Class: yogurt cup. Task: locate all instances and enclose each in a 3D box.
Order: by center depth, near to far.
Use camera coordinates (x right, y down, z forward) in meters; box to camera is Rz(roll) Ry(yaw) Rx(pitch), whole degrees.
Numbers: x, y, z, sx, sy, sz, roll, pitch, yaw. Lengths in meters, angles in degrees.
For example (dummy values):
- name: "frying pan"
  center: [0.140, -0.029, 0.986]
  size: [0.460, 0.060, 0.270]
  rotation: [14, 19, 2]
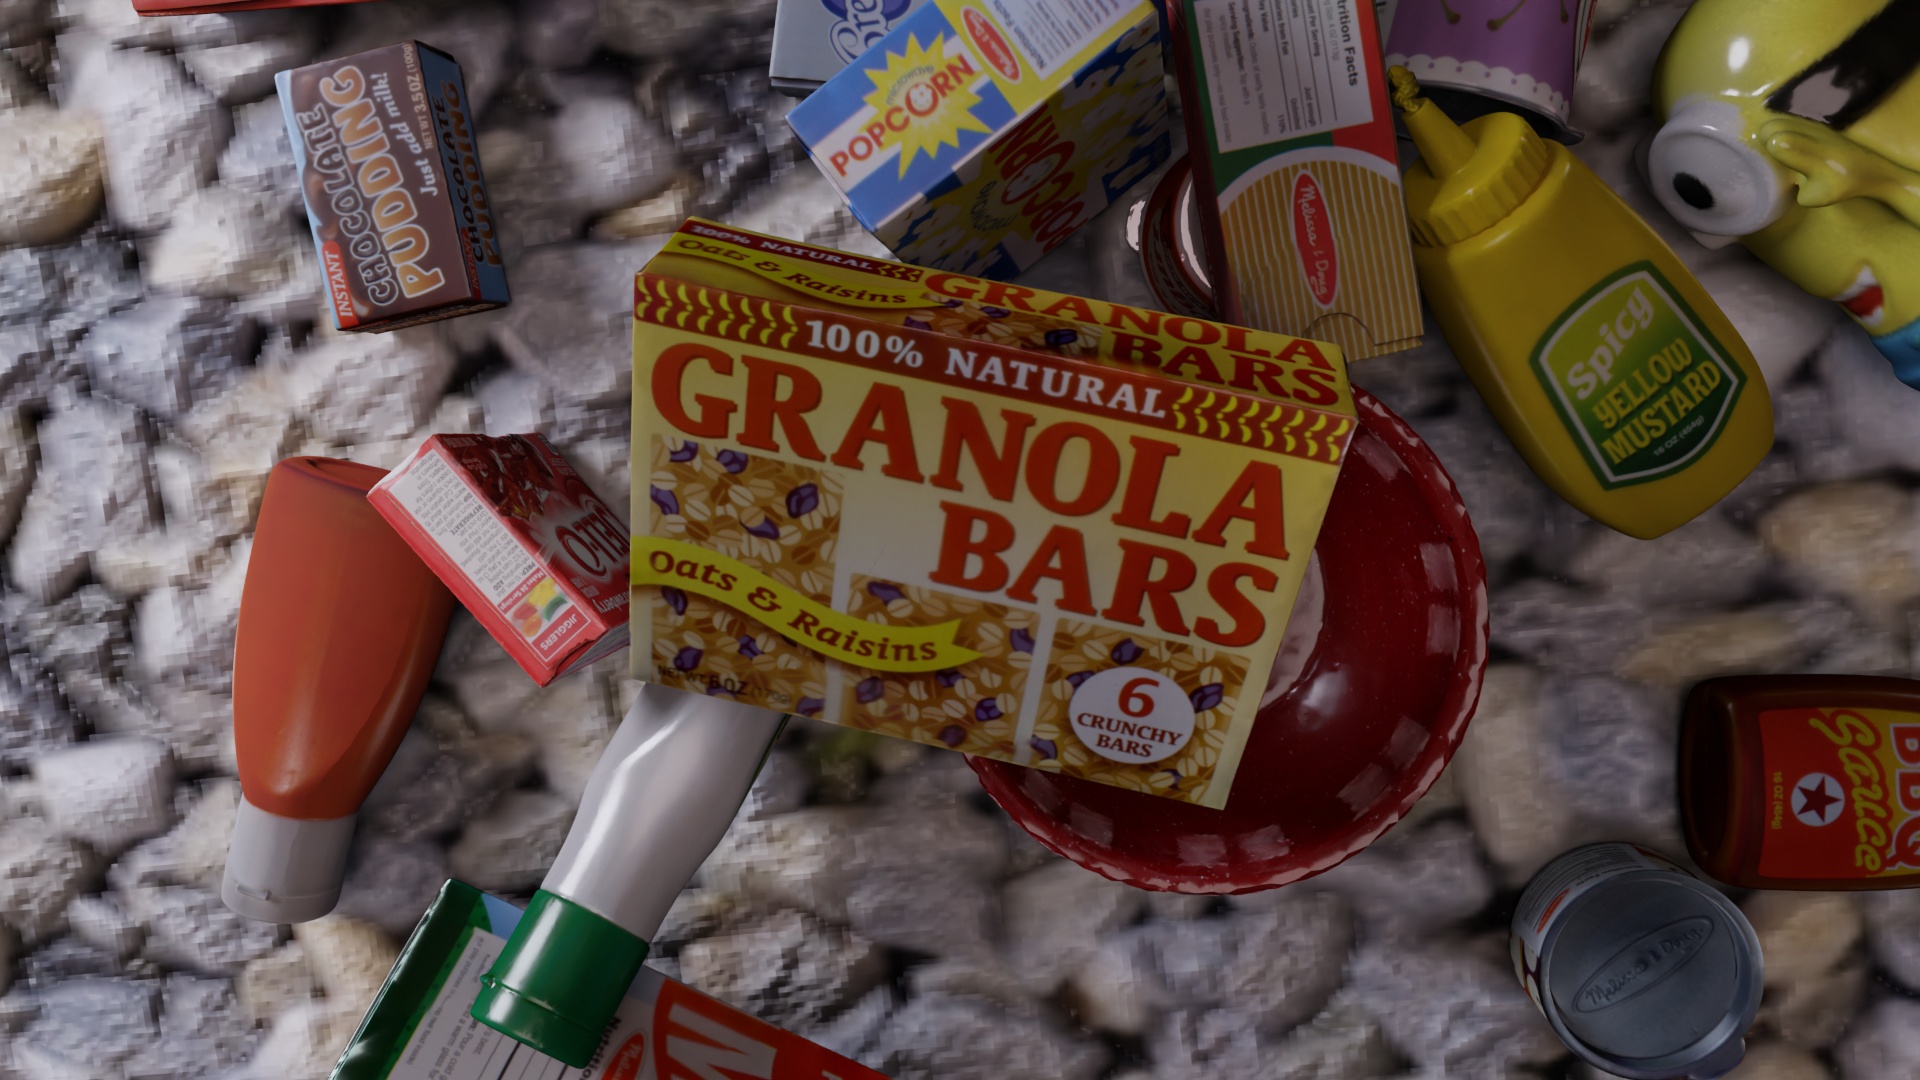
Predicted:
- name: "yogurt cup"
  center: [0.089, -0.092, 0.415]
  size: [0.072, 0.054, 0.072]
  rotation: [0, 96, 4]

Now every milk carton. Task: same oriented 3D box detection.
- name: "milk carton"
  center: [-0.087, 0.183, 0.432]
  size: [0.191, 0.072, 0.074]
  rotation: [23, 62, 3]

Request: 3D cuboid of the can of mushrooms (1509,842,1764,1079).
- name: "can of mushrooms"
  center: [0.211, 0.132, 0.435]
  size: [0.071, 0.033, 0.071]
  rotation: [0, 95, 4]

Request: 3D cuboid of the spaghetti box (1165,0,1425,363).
- name: "spaghetti box"
  center: [0.074, -0.168, 0.357]
  size: [0.050, 0.029, 0.249]
  rotation: [-11, 99, 0]

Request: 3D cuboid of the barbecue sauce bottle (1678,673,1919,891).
- name: "barbecue sauce bottle"
  center: [0.300, 0.073, 0.417]
  size: [0.148, 0.044, 0.065]
  rotation: [0, 93, 4]

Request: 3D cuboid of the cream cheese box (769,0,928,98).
- name: "cream cheese box"
  center: [-0.026, -0.189, 0.430]
  size: [0.053, 0.024, 0.103]
  rotation: [8, 96, 4]

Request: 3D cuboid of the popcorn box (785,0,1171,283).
- name: "popcorn box"
  center: [0.012, -0.110, 0.382]
  size: [0.085, 0.127, 0.038]
  rotation: [-36, 84, 8]

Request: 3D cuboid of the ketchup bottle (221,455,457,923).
- name: "ketchup bottle"
  center: [-0.208, 0.050, 0.457]
  size: [0.065, 0.043, 0.148]
  rotation: [17, 96, 4]

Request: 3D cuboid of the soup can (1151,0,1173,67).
- name: "soup can"
  center: [0.053, -0.192, 0.401]
  size: [0.071, 0.071, 0.083]
  rotation: [34, 97, 1]

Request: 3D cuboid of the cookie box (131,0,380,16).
- name: "cookie box"
  center: [-0.200, -0.245, 0.405]
  size: [0.123, 0.040, 0.166]
  rotation: [0, 111, 12]

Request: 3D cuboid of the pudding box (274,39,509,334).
- name: "pudding box"
  center: [-0.182, -0.112, 0.447]
  size: [0.049, 0.030, 0.083]
  rotation: [-11, 94, 7]

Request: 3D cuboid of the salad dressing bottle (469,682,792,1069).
- name: "salad dressing bottle"
  center: [-0.090, 0.079, 0.415]
  size: [0.044, 0.064, 0.148]
  rotation: [35, 65, -17]

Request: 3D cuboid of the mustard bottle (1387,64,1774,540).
- name: "mustard bottle"
  center: [0.164, -0.069, 0.388]
  size: [0.065, 0.049, 0.160]
  rotation: [-43, 113, 11]

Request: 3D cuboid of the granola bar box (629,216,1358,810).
- name: "granola bar box"
  center: [0.001, -0.004, 0.356]
  size: [0.166, 0.039, 0.123]
  rotation: [12, 124, 4]

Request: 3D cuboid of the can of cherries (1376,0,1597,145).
- name: "can of cherries"
  center: [0.149, -0.149, 0.399]
  size: [0.071, 0.071, 0.058]
  rotation: [13, 95, 4]
